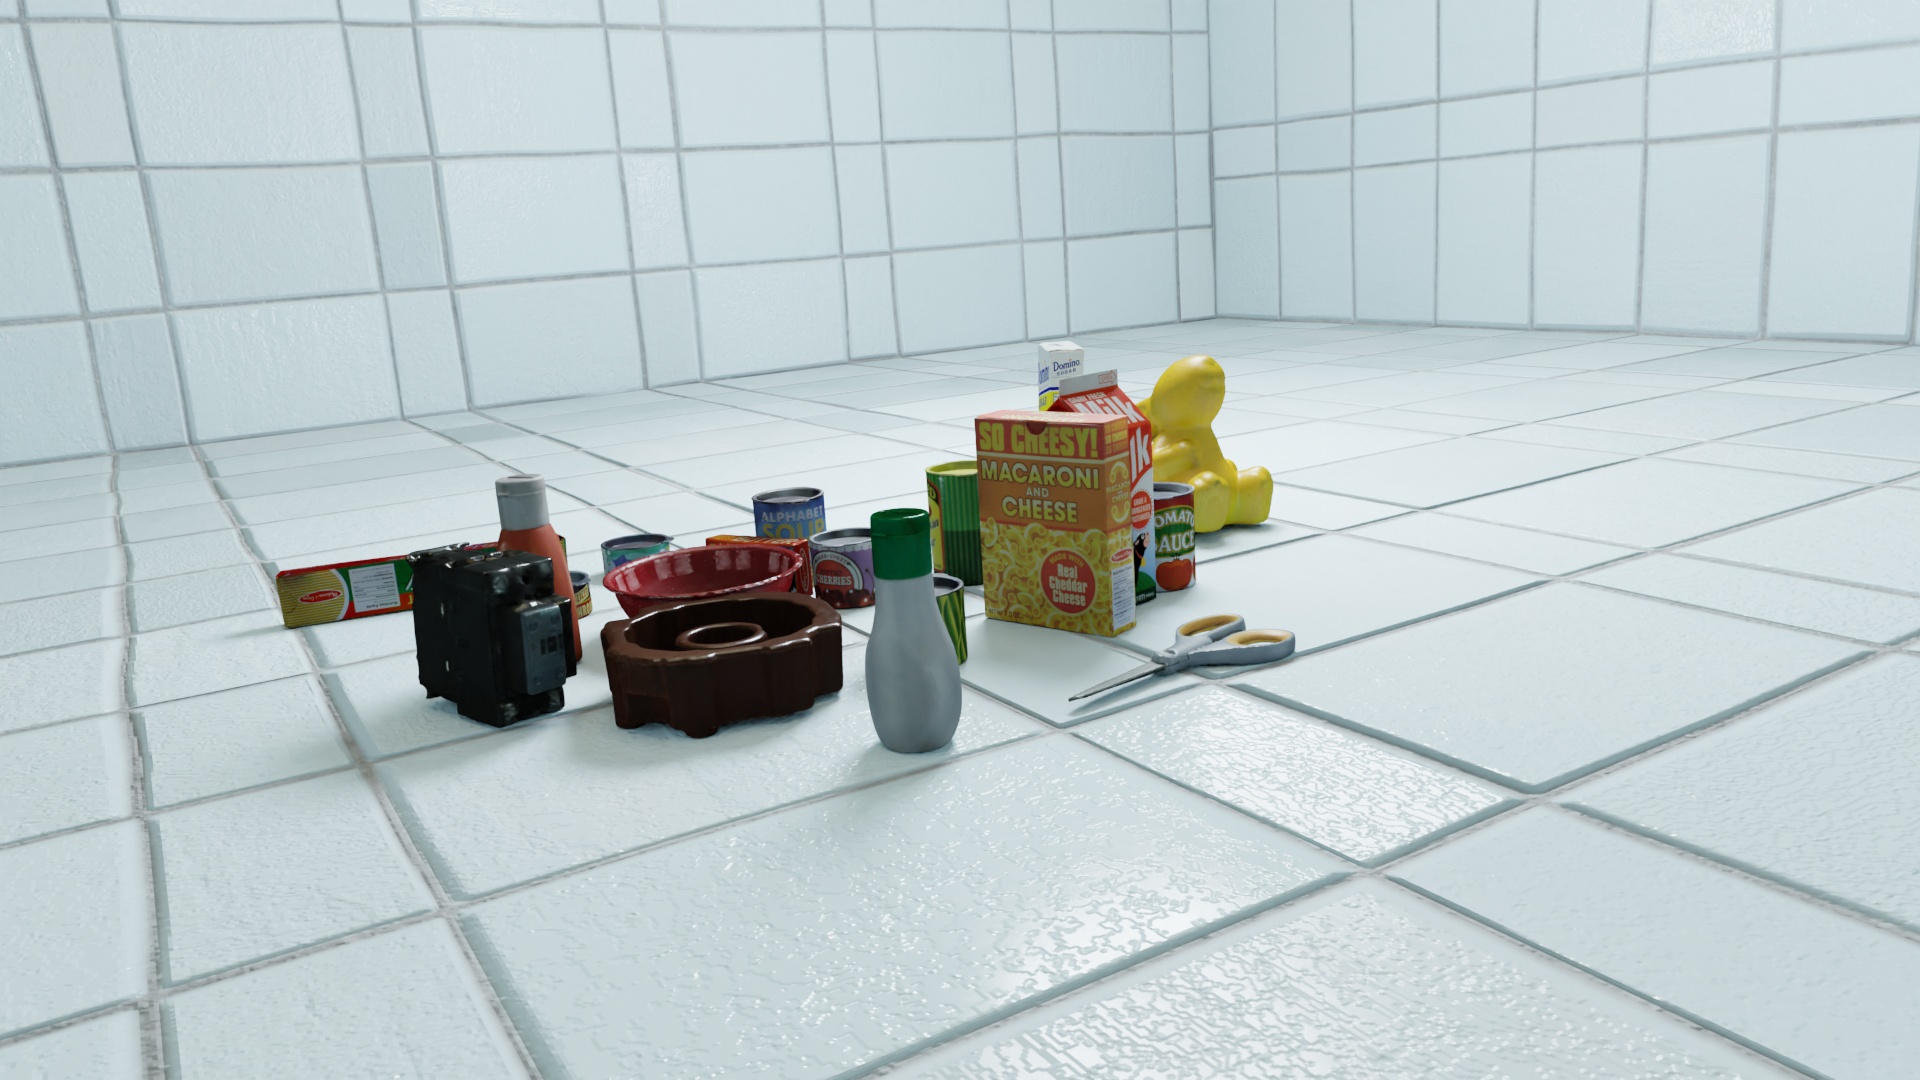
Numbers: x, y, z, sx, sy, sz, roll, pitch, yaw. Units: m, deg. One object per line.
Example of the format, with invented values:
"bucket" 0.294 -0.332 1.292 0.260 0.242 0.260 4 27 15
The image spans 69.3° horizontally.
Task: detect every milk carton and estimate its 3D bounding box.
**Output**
"milk carton" 0.108 -0.041 1.132 0.072 0.190 0.073 -15 17 -41

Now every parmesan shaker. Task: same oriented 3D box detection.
"parmesan shaker" 0.004 -0.016 1.246 0.071 0.102 0.071 -4 13 1

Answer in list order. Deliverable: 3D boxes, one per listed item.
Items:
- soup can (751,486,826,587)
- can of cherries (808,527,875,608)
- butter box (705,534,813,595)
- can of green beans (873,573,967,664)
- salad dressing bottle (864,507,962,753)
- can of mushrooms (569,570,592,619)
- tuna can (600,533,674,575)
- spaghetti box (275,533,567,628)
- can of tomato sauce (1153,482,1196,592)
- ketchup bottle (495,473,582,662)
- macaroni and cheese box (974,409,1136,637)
"soup can" -0.154 -0.002 1.274 0.071 0.083 0.071 -4 13 1
"can of cherries" -0.097 0.024 1.204 0.071 0.058 0.071 -4 13 1
"butter box" -0.181 0.024 1.241 0.103 0.053 0.024 4 15 31
"can of green beans" -0.029 0.061 1.025 0.071 0.057 0.071 -4 13 1
"salad dressing bottle" -0.032 0.055 0.856 0.064 0.147 0.044 7 16 40
"can of mushrooms" -0.356 0.050 1.220 0.071 0.033 0.071 -4 13 1
"tuna can" -0.314 0.016 1.358 0.071 0.032 0.071 -4 13 1
"spaghetti box" -0.493 0.035 1.287 0.251 0.050 0.029 -9 14 -21
"can of tomato sauce" 0.169 -0.003 1.188 0.071 0.083 0.071 -4 13 1
"ketchup bottle" -0.331 0.024 1.071 0.064 0.148 0.044 3 14 28
"macaroni and cheese box" 0.073 -0.016 1.086 0.123 0.166 0.040 6 16 38
